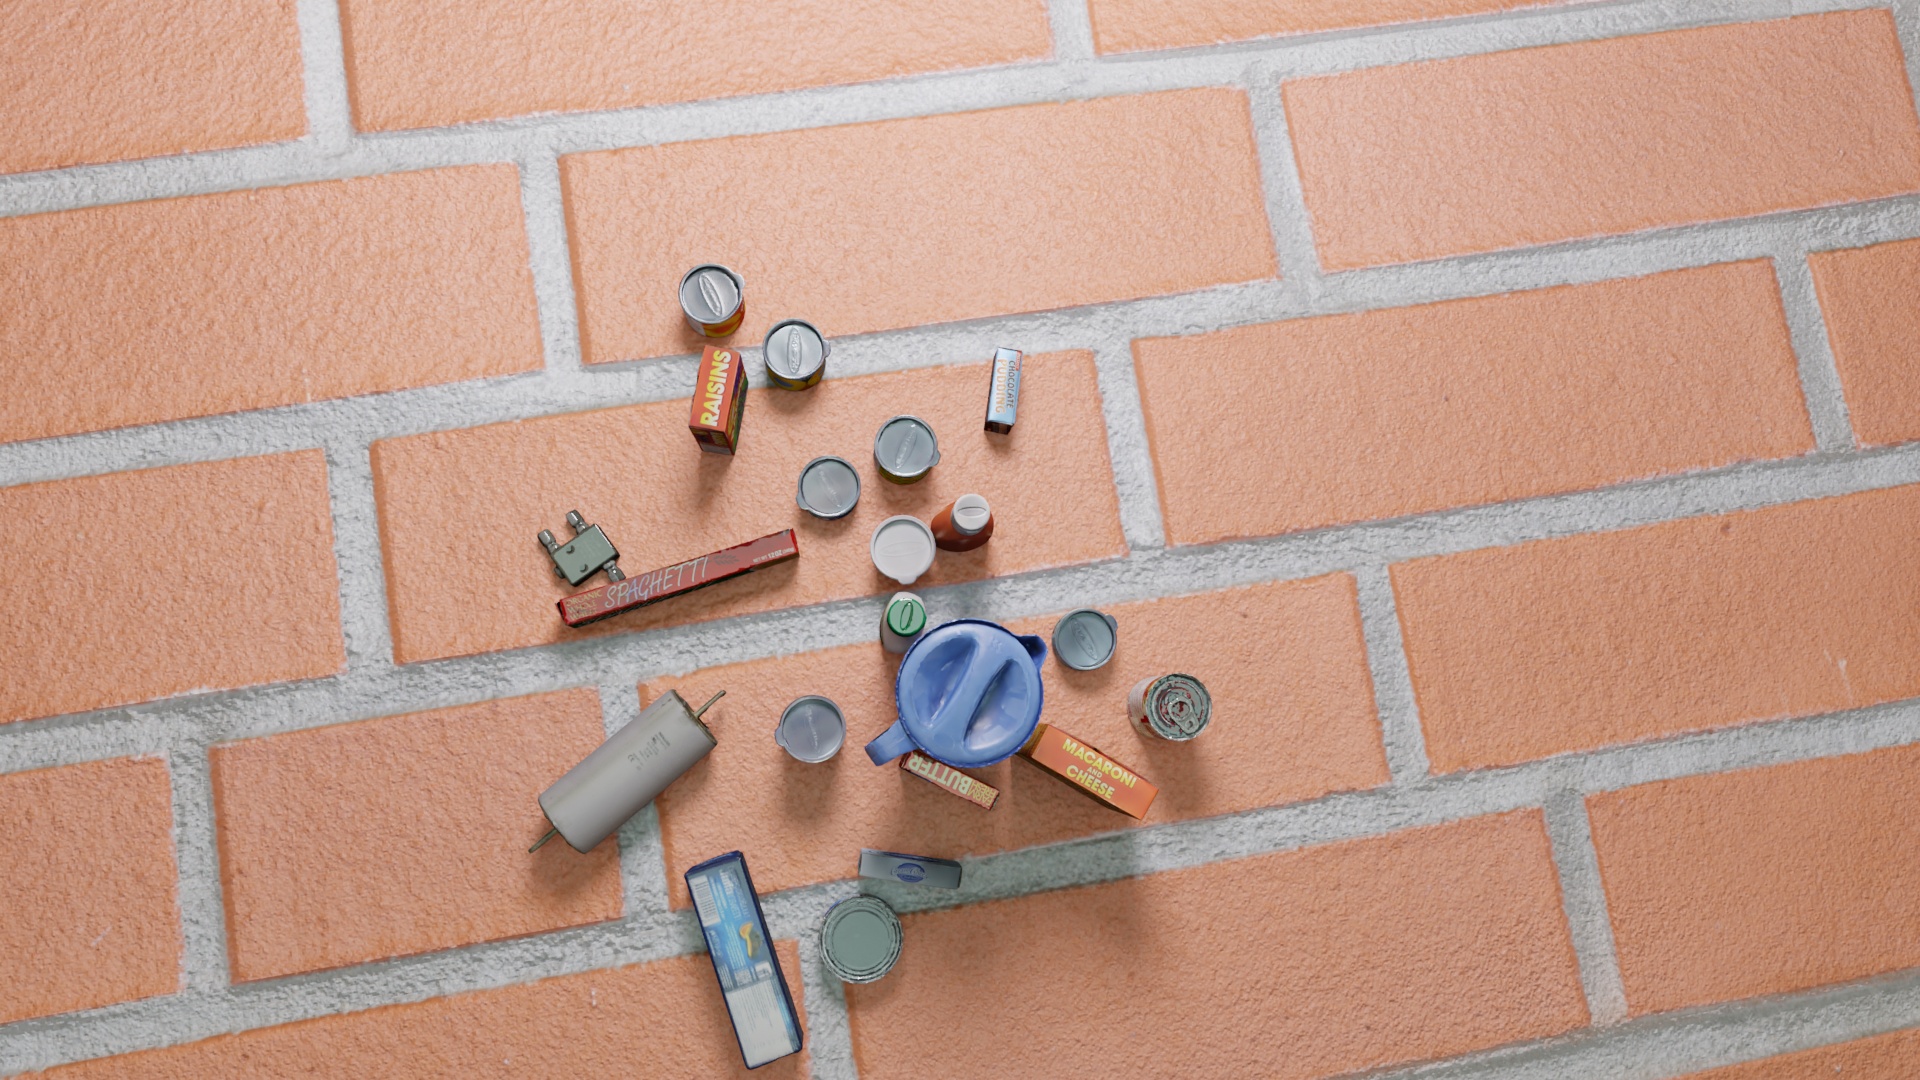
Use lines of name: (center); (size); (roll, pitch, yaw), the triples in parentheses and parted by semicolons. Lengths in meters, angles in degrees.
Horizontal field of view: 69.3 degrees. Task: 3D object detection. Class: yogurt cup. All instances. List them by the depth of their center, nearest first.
yogurt cup: (-0.061, 0.011, 1.454); (0.072, 0.054, 0.072); (1, 82, -5)

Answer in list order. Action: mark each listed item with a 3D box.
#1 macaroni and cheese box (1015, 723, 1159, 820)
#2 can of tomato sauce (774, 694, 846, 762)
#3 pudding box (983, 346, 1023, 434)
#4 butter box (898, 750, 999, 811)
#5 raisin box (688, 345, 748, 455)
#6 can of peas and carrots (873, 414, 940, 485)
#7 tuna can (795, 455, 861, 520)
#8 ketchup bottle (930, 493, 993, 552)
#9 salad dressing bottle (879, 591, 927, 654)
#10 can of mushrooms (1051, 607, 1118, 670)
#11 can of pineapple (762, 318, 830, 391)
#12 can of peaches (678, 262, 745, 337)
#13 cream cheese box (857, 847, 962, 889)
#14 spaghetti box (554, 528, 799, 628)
macaroni and cheese box: (0.120, 0.226, 1.384); (0.124, 0.166, 0.040); (30, 81, -1)
can of tomato sauce: (-0.151, 0.191, 1.406); (0.071, 0.083, 0.071); (1, 83, -5)
pudding box: (0.046, -0.160, 1.490); (0.030, 0.049, 0.084); (8, 82, -4)
butter box: (-0.012, 0.244, 1.427); (0.103, 0.053, 0.024); (26, 81, -1)
raisin box: (-0.247, -0.142, 1.423); (0.040, 0.123, 0.086); (11, 82, -4)
can of peas and carrots: (-0.057, -0.094, 1.466); (0.071, 0.058, 0.071); (1, 82, -5)
tuna can: (-0.141, -0.054, 1.466); (0.071, 0.033, 0.071); (1, 82, -5)
ketchup bottle: (0.005, -0.018, 1.416); (0.065, 0.148, 0.043); (-4, 83, -6)
salad dressing bottle: (-0.057, 0.081, 1.397); (0.044, 0.147, 0.064); (15, 82, -3)
can of mushrooms: (0.132, 0.104, 1.469); (0.071, 0.033, 0.071); (1, 82, -5)
can of pineapple: (-0.174, -0.195, 1.470); (0.071, 0.058, 0.071); (1, 82, -5)
can of peaches: (-0.260, -0.254, 1.470); (0.071, 0.058, 0.071); (1, 82, -5)
cream cheese box: (-0.052, 0.333, 1.411); (0.104, 0.053, 0.024); (9, 82, -4)
spaghetti box: (-0.288, 0.039, 1.431); (0.250, 0.050, 0.028); (-18, 85, -7)
